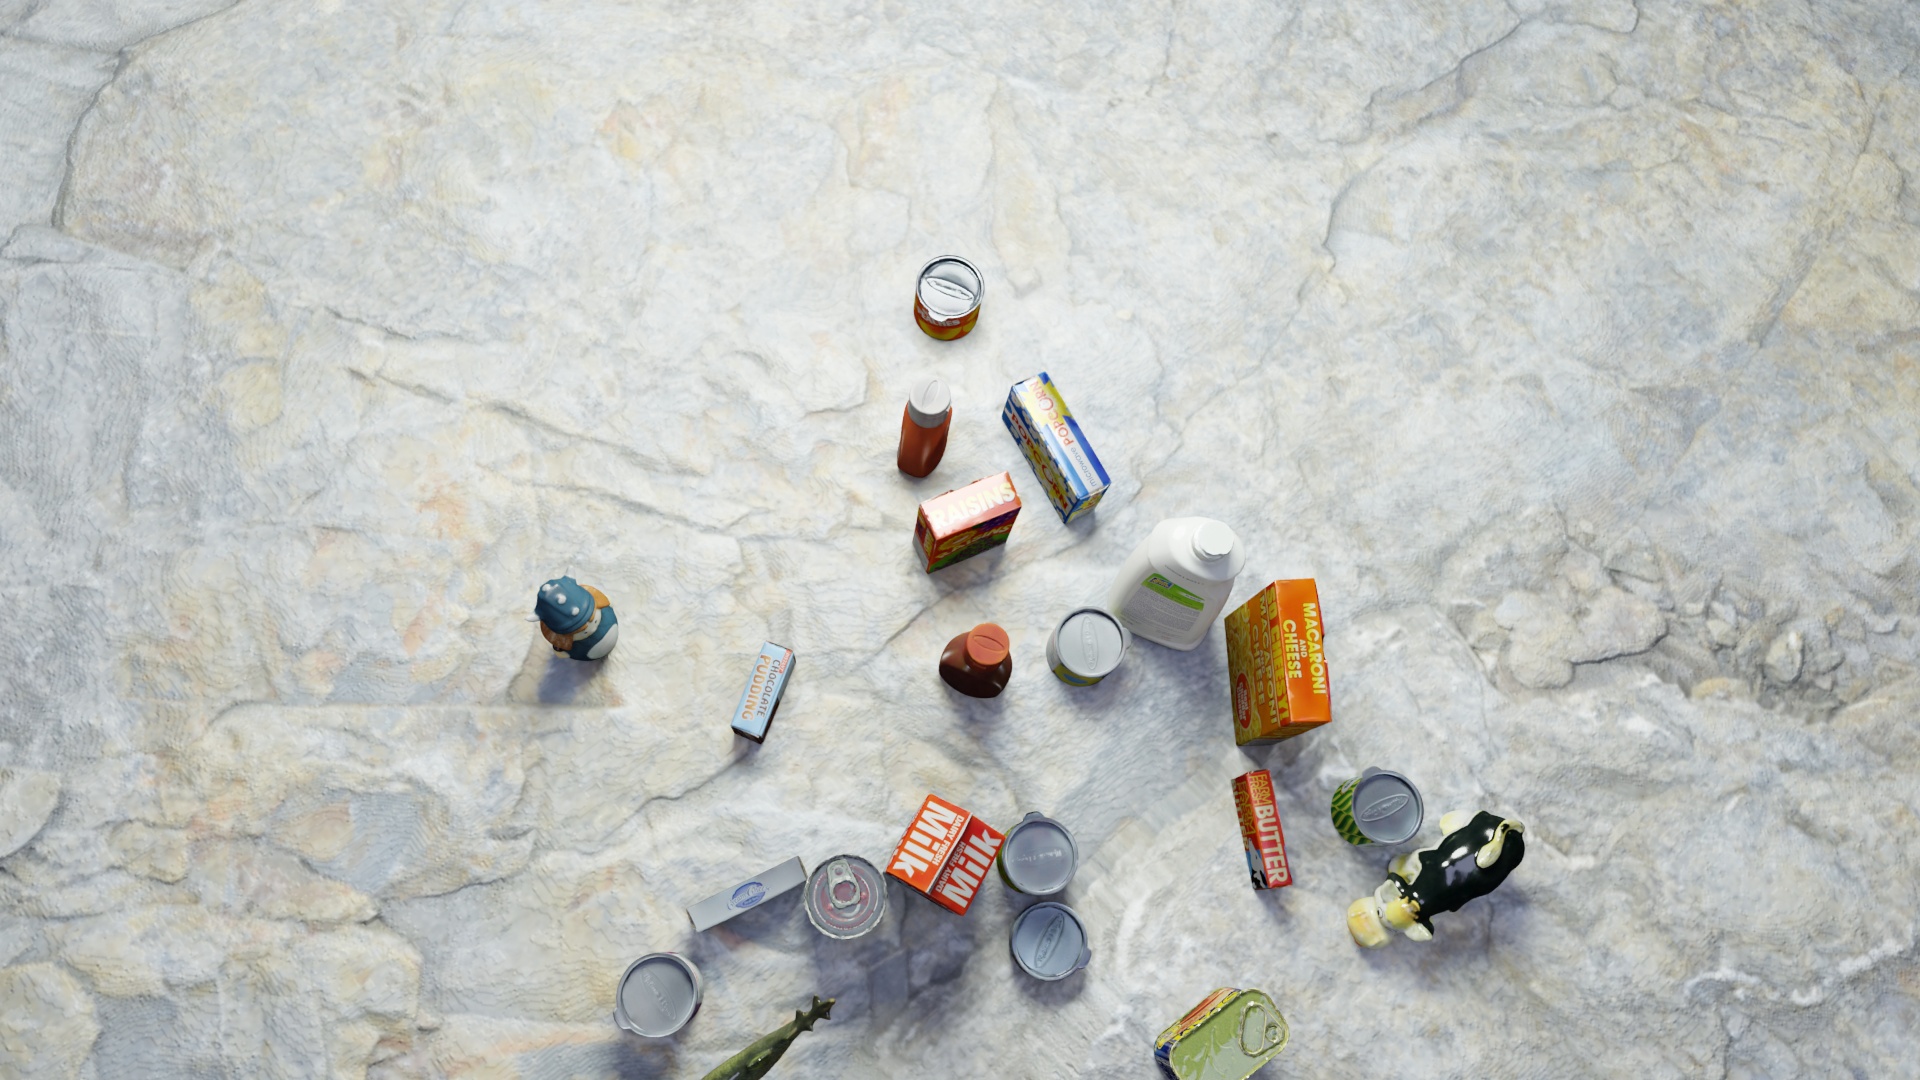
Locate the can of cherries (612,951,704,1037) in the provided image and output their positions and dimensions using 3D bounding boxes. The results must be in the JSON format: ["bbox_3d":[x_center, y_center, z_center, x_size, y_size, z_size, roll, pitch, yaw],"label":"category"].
[{"bbox_3d":[-0.252,0.379,1.161,0.071,0.058,0.071,1,75,-5],"label":"can of cherries"}]

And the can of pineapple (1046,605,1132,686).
[{"bbox_3d":[0.116,0.098,1.271,0.071,0.057,0.071,1,75,-5],"label":"can of pineapple"}]

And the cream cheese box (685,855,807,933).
[{"bbox_3d":[-0.181,0.303,1.191,0.104,0.053,0.024,-24,78,-11],"label":"cream cheese box"}]

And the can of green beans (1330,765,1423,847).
[{"bbox_3d":[0.375,0.243,1.255,0.071,0.057,0.071,1,75,-5],"label":"can of green beans"}]

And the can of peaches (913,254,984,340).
[{"bbox_3d":[-0.013,-0.233,1.351,0.071,0.058,0.071,1,75,-5],"label":"can of peaches"}]

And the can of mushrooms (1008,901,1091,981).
[{"bbox_3d":[0.078,0.350,1.211,0.071,0.033,0.071,1,75,-5],"label":"can of mushrooms"}]

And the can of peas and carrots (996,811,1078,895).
[{"bbox_3d":[0.066,0.275,1.218,0.071,0.058,0.071,1,75,-5],"label":"can of peas and carrots"}]

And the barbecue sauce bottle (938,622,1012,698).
[{"bbox_3d":[0.017,0.104,1.214,0.065,0.148,0.044,23,75,1],"label":"barbecue sauce bottle"}]

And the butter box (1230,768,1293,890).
[{"bbox_3d":[0.269,0.259,1.243,0.024,0.053,0.103,-7,76,-7],"label":"butter box"}]

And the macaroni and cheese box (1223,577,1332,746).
[{"bbox_3d":[0.278,0.110,1.226,0.040,0.166,0.124,-2,75,-5],"label":"macaroni and cheese box"}]

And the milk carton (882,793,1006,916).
[{"bbox_3d":[-0.015,0.260,1.146,0.073,0.190,0.072,29,75,3],"label":"milk carton"}]

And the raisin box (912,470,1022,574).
[{"bbox_3d":[0.004,-0.016,1.259,0.086,0.123,0.040,-21,78,-10],"label":"raisin box"}]

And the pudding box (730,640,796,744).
[{"bbox_3d":[-0.175,0.136,1.239,0.030,0.049,0.084,20,74,1],"label":"pudding box"}]

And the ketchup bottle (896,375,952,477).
[{"bbox_3d":[-0.031,-0.107,1.267,0.043,0.148,0.065,22,74,1],"label":"ketchup bottle"}]

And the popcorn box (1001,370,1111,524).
[{"bbox_3d":[0.089,-0.086,1.305,0.038,0.085,0.127,-27,79,-11],"label":"popcorn box"}]
